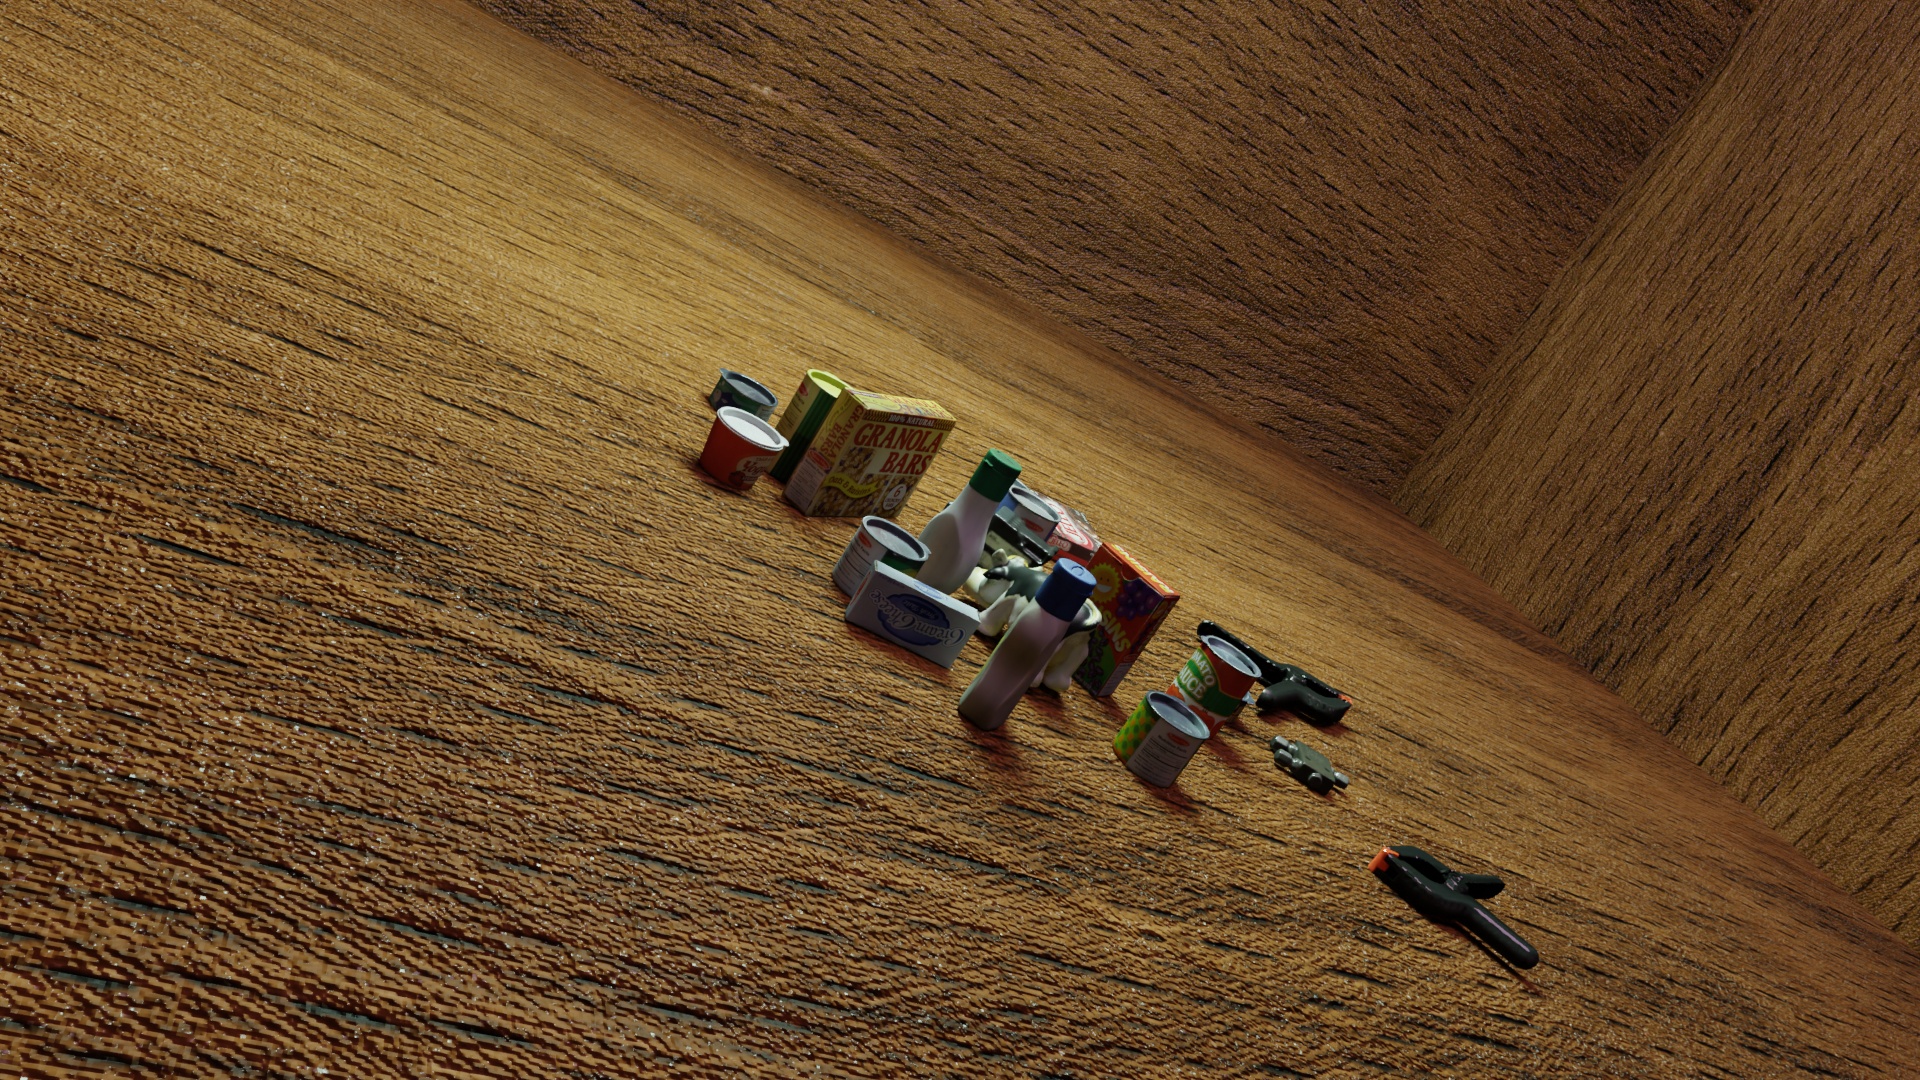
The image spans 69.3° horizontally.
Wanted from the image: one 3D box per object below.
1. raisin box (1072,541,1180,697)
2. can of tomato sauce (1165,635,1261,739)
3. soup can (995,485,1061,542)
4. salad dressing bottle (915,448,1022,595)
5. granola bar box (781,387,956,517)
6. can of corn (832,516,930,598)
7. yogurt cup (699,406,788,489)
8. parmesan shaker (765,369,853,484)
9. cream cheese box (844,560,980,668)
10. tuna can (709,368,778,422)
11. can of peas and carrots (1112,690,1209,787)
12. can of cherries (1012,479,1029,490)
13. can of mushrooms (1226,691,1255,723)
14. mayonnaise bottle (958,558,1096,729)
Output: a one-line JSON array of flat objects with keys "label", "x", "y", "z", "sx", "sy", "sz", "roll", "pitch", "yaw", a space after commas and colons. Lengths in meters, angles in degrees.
[{"label": "raisin box", "x": 0.140, "y": 0.076, "z": 1.330, "sx": 0.086, "sy": 0.123, "sz": 0.040, "roll": 42, "pitch": 19, "yaw": 29}, {"label": "can of tomato sauce", "x": 0.249, "y": 0.147, "z": 1.394, "sx": 0.071, "sy": 0.083, "sz": 0.071, "roll": 30, "pitch": 17, "yaw": -10}, {"label": "soup can", "x": 0.058, "y": -0.007, "z": 1.480, "sx": 0.071, "sy": 0.083, "sz": 0.071, "roll": 30, "pitch": 17, "yaw": -10}, {"label": "salad dressing bottle", "x": 0.005, "y": -0.016, "z": 1.304, "sx": 0.044, "sy": 0.147, "sz": 0.064, "roll": 13, "pitch": 26, "yaw": -49}, {"label": "granola bar box", "x": -0.088, "y": -0.084, "z": 1.366, "sx": 0.039, "sy": 0.124, "sz": 0.166, "roll": 40, "pitch": 18, "yaw": 23}, {"label": "can of corn", "x": -0.069, "y": 0.022, "z": 1.222, "sx": 0.071, "sy": 0.058, "sz": 0.071, "roll": 30, "pitch": 17, "yaw": -10}, {"label": "yogurt cup", "x": -0.204, "y": -0.083, "z": 1.280, "sx": 0.072, "sy": 0.053, "sz": 0.072, "roll": 30, "pitch": 17, "yaw": -10}, {"label": "parmesan shaker", "x": -0.147, "y": -0.109, "z": 1.367, "sx": 0.071, "sy": 0.102, "sz": 0.071, "roll": 30, "pitch": 17, "yaw": -10}, {"label": "cream cheese box", "x": -0.040, "y": 0.063, "z": 1.168, "sx": 0.104, "sy": 0.053, "sz": 0.024, "roll": 27, "pitch": 18, "yaw": -18}, {"label": "tuna can", "x": -0.229, "y": -0.148, "z": 1.450, "sx": 0.071, "sy": 0.032, "sz": 0.071, "roll": 30, "pitch": 17, "yaw": -10}, {"label": "can of peas and carrots", "x": 0.177, "y": 0.175, "z": 1.233, "sx": 0.071, "sy": 0.058, "sz": 0.071, "roll": 30, "pitch": 17, "yaw": -10}, {"label": "can of cherries", "x": 0.039, "y": -0.046, "z": 1.596, "sx": 0.071, "sy": 0.058, "sz": 0.072, "roll": 30, "pitch": 17, "yaw": -10}, {"label": "can of mushrooms", "x": 0.275, "y": 0.163, "z": 1.480, "sx": 0.071, "sy": 0.033, "sz": 0.071, "roll": 30, "pitch": 17, "yaw": -10}, {"label": "mayonnaise bottle", "x": 0.055, "y": 0.083, "z": 1.120, "sx": 0.041, "sy": 0.147, "sz": 0.065, "roll": 36, "pitch": 17, "yaw": 10}]
